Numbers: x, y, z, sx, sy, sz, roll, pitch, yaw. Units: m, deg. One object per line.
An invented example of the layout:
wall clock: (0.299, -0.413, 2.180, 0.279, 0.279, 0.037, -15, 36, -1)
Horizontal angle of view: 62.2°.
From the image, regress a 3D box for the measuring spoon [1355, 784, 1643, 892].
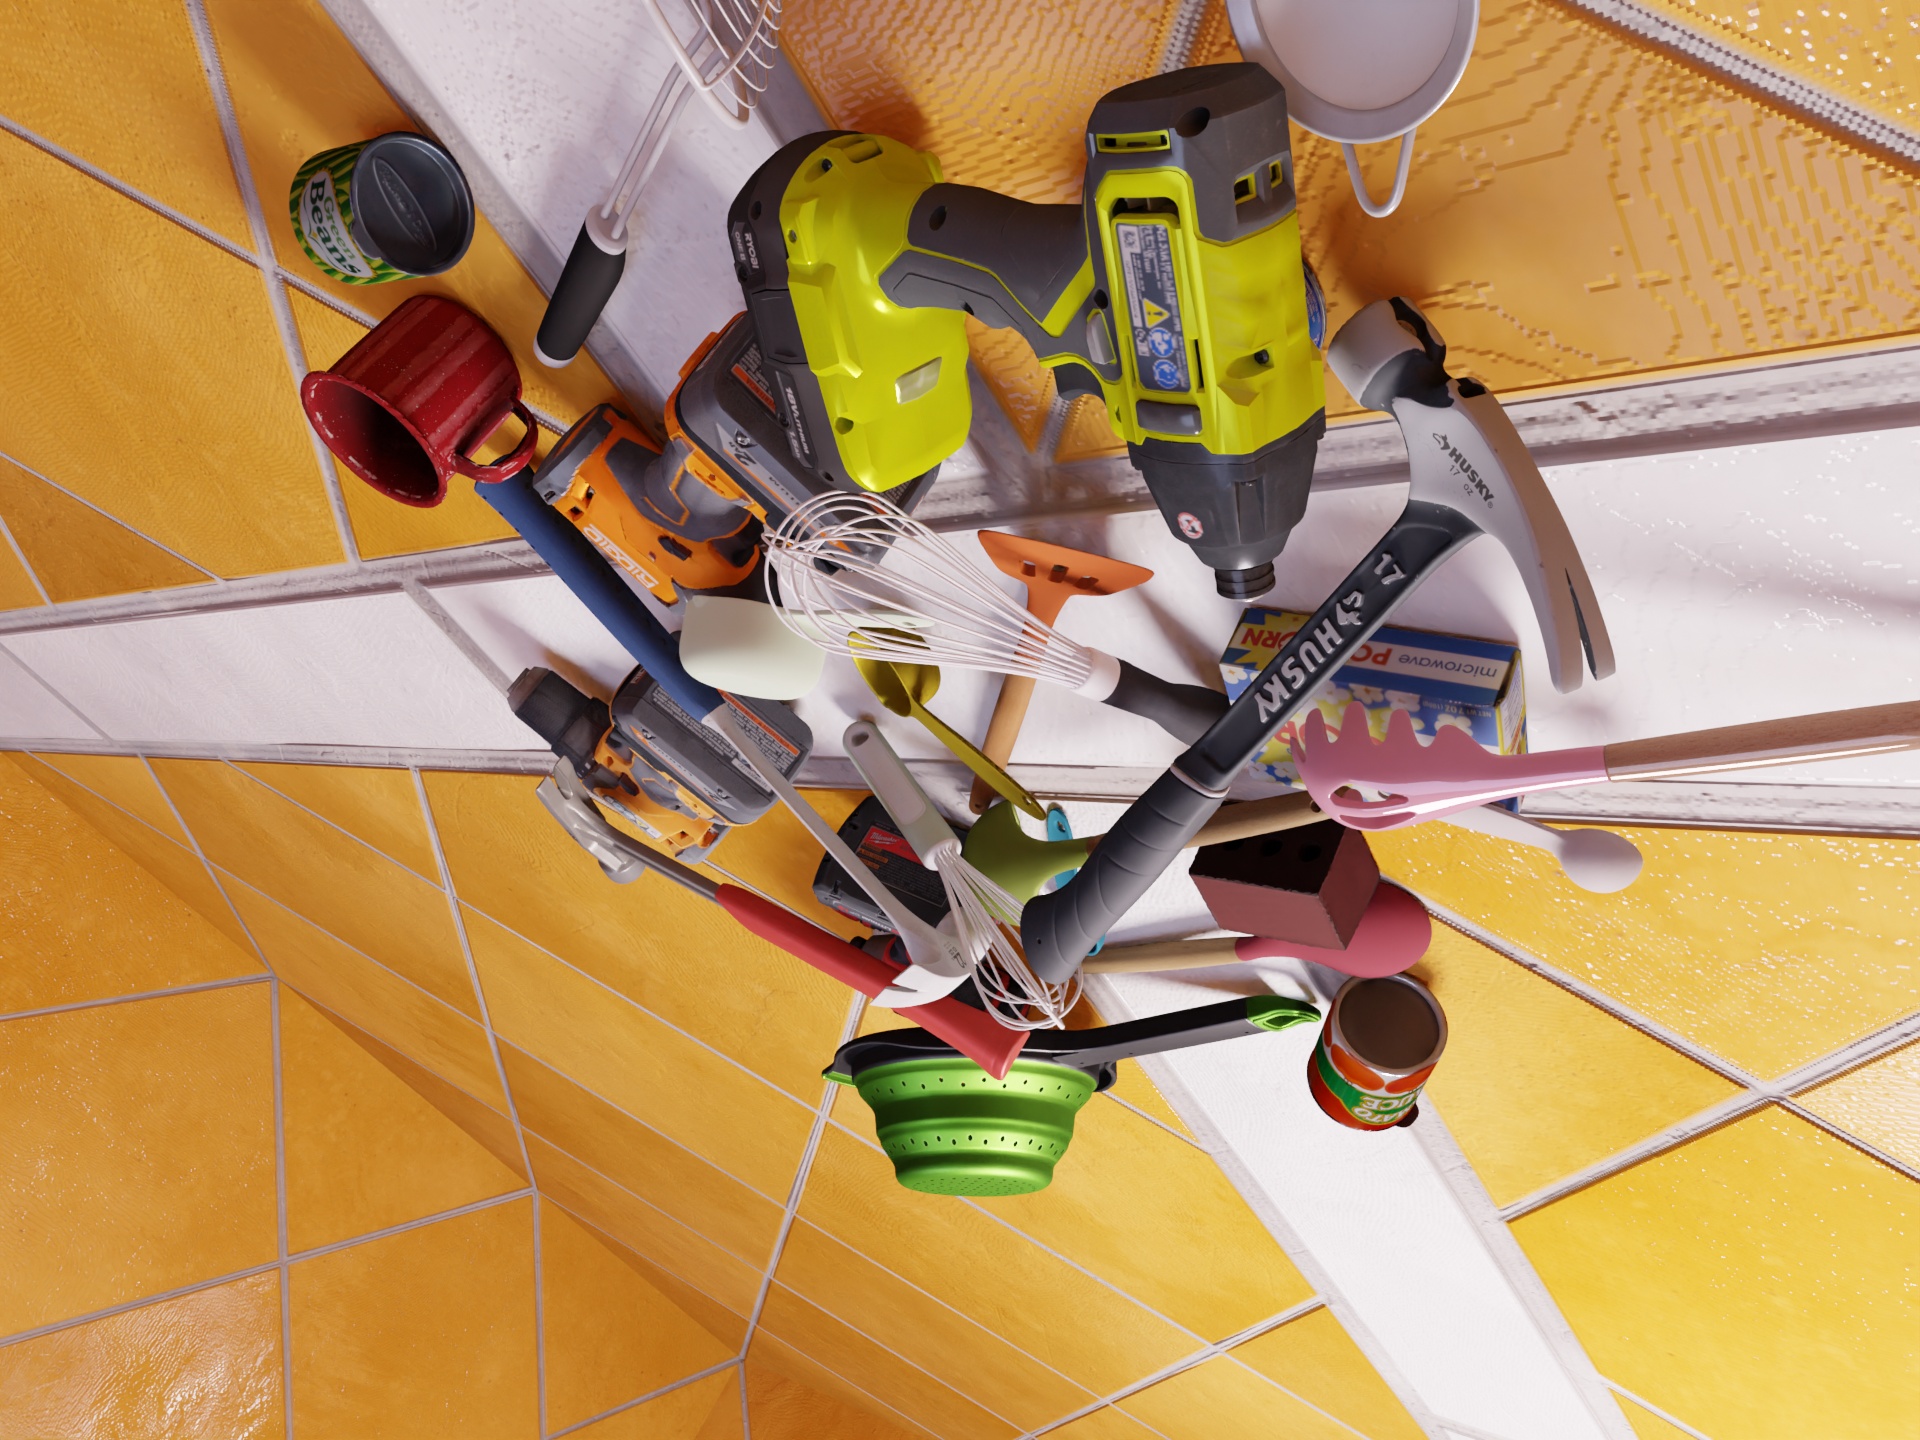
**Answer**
measuring spoon: (0.231, 0.050, 0.692, 0.124, 0.018, 0.034, 18, 147, 18)

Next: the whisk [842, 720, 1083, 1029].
whisk: (-0.007, 0.083, 0.916, 0.247, 0.058, 0.059, 52, 178, 37)

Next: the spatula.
spatula: (0.030, -0.015, 0.841, 0.081, 0.041, 0.322, 14, 151, -1)

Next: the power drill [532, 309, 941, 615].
power drill: (-0.108, -0.108, 0.801, 0.164, 0.084, 0.226, 43, 152, -21)

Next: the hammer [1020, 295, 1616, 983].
hammer: (0.116, 0.018, 0.684, 0.149, 0.036, 0.408, 60, 146, 21)

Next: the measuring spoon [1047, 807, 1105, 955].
measuring spoon: (0.073, 0.097, 0.997, 0.042, 0.021, 0.128, 28, 144, 36)

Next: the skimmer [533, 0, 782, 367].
skimmer: (-0.158, -0.231, 0.654, 0.363, 0.090, 0.127, -31, 81, 60)

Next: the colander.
colander: (0.069, 0.262, 1.080, 0.397, 0.095, 0.204, -21, 147, 39)

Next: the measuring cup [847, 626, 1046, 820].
measuring cup: (-0.001, -0.003, 0.856, 0.157, 0.029, 0.062, 41, 158, 25)

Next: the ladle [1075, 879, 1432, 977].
ladle: (0.155, 0.139, 0.967, 0.069, 0.031, 0.315, 51, 148, -12)

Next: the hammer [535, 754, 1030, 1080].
hammer: (-0.119, 0.135, 1.053, 0.359, 0.037, 0.149, 25, 158, 20)

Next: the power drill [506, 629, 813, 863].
power drill: (-0.211, 0.011, 1.073, 0.185, 0.084, 0.226, 40, 154, -11)

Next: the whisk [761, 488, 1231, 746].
whisk: (0.036, -0.031, 0.721, 0.284, 0.070, 0.070, 20, 158, -30)

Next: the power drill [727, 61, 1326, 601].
power drill: (0.024, -0.135, 0.571, 0.223, 0.080, 0.171, 17, 131, 43)

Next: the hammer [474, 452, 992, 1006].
hammer: (-0.137, 0.004, 0.921, 0.035, 0.144, 0.405, -43, 87, 15)

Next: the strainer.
strainer: (0.087, -0.264, 0.426, 0.087, 0.050, 0.258, 12, 140, 50)

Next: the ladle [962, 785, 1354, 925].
ladle: (0.098, 0.063, 0.855, 0.320, 0.062, 0.078, -19, 83, 55)

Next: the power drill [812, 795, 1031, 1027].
power drill: (-0.028, 0.150, 1.109, 0.143, 0.079, 0.219, 21, 151, 19)

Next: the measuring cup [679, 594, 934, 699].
measuring cup: (-0.076, -0.034, 0.789, 0.168, 0.038, 0.083, 2, 166, 45)

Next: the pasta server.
pasta server: (0.277, 0.007, 0.609, 0.316, 0.040, 0.060, -10, 131, 31)
